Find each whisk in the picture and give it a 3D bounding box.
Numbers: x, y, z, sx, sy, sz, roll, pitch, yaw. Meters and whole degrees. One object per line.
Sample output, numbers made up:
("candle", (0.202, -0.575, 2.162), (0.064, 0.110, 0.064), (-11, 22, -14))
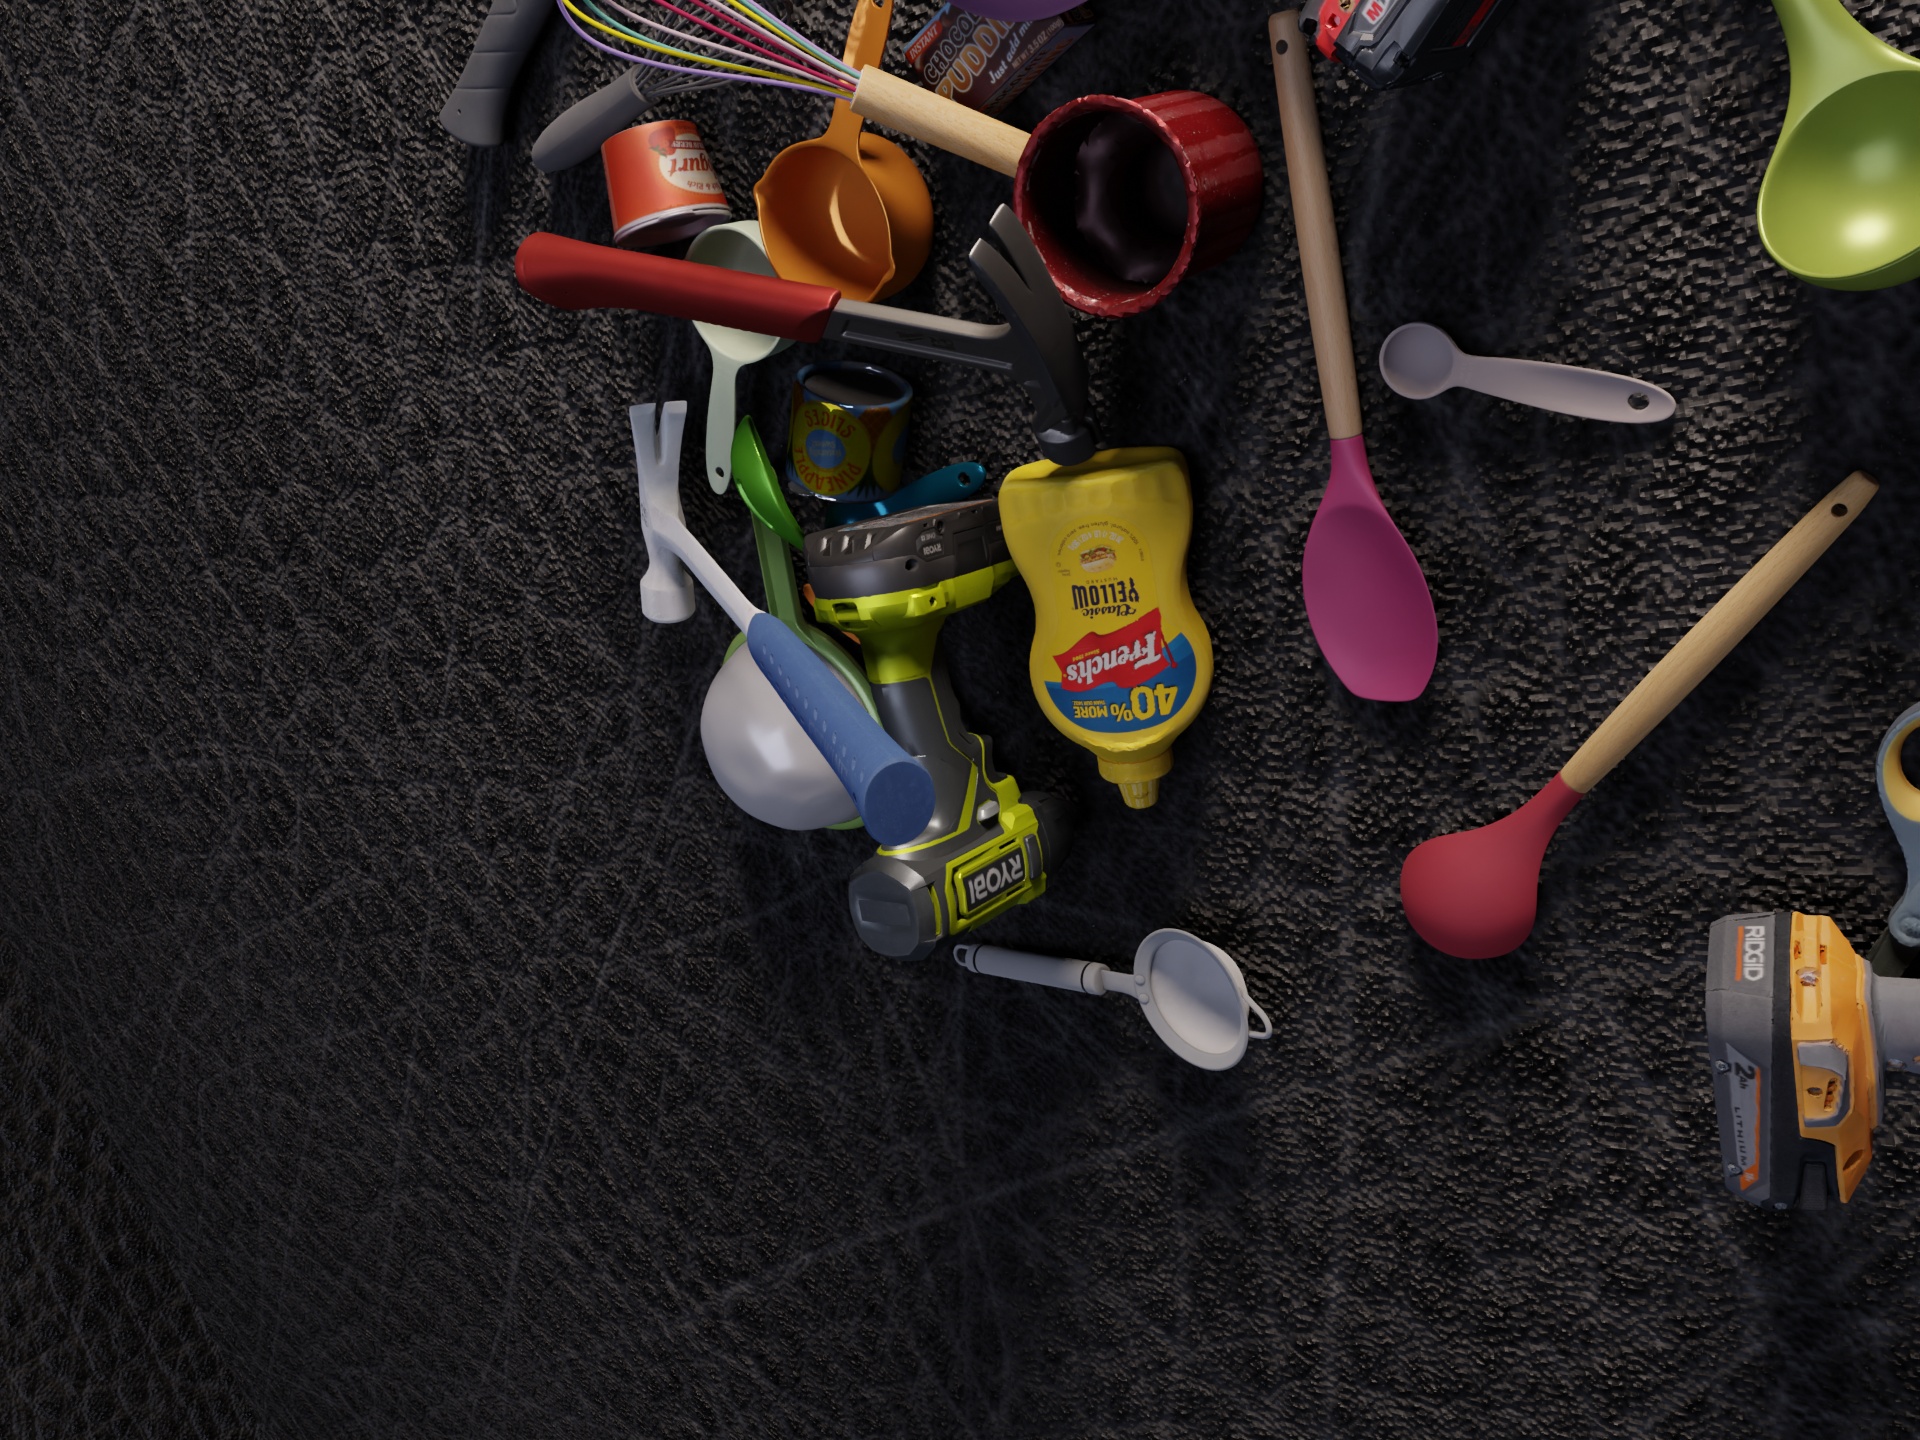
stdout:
("whisk", (-0.173, -0.354, 0.881), (0.239, 0.055, 0.055), (-9, 108, 46))
("whisk", (-0.067, -0.304, 0.732), (0.245, 0.047, 0.051), (18, 130, -14))

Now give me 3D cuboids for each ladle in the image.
("ladle", (0.266, -0.299, 0.552), (0.078, 0.062, 0.320), (-24, 95, 44))
("ladle", (0.296, 0.011, 0.721), (0.069, 0.031, 0.315), (41, 131, 14))

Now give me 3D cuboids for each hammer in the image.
("hammer", (-0.100, -0.217, 0.809), (0.359, 0.037, 0.149), (19, 160, 31))
("hammer", (-0.201, -0.463, 0.847), (0.149, 0.036, 0.409), (53, 134, 4))
("hammer", (-0.110, -0.054, 0.840), (0.406, 0.035, 0.144), (-135, 40, -54))

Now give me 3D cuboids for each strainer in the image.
("strainer", (-0.122, -0.031, 0.992), (0.151, 0.069, 0.256), (15, 125, 35))
("strainer", (0.089, 0.154, 0.955), (0.258, 0.050, 0.087), (2, 109, 44))

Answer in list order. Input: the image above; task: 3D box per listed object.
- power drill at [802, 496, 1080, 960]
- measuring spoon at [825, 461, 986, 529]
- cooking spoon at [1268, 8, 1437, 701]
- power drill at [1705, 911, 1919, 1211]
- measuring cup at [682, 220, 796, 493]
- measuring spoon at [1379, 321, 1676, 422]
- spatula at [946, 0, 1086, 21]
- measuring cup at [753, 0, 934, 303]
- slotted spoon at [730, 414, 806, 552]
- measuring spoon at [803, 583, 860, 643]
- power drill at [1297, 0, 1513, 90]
("power drill", (-0.001, -0.003, 0.863), (0.080, 0.171, 0.223), (0, 105, 39))
("measuring spoon", (-0.036, -0.122, 0.911), (0.128, 0.021, 0.042), (-15, 103, 44))
("cooking spoon", (0.174, -0.156, 0.729), (0.069, 0.017, 0.318), (6, 118, 44))
("power drill", (0.435, 0.161, 0.648), (0.226, 0.084, 0.185), (-3, 120, 30))
("measuring cup", (-0.125, -0.209, 0.926), (0.083, 0.038, 0.167), (31, 131, 22))
("measuring spoon", (0.243, -0.148, 0.685), (0.124, 0.018, 0.034), (18, 127, 23))
("spatula", (-0.068, -0.373, 0.759), (0.316, 0.018, 0.059), (19, 127, 29))
("measuring cup", (-0.045, -0.292, 0.803), (0.095, 0.052, 0.173), (35, 131, 18))
("slotted spoon", (-0.043, -0.040, 0.932), (0.031, 0.070, 0.313), (-35, 101, 3))
("measuring spoon", (-0.052, -0.053, 0.975), (0.117, 0.011, 0.021), (36, 139, 22))
("power drill", (0.131, -0.360, 0.613), (0.220, 0.078, 0.143), (45, 133, 13))
